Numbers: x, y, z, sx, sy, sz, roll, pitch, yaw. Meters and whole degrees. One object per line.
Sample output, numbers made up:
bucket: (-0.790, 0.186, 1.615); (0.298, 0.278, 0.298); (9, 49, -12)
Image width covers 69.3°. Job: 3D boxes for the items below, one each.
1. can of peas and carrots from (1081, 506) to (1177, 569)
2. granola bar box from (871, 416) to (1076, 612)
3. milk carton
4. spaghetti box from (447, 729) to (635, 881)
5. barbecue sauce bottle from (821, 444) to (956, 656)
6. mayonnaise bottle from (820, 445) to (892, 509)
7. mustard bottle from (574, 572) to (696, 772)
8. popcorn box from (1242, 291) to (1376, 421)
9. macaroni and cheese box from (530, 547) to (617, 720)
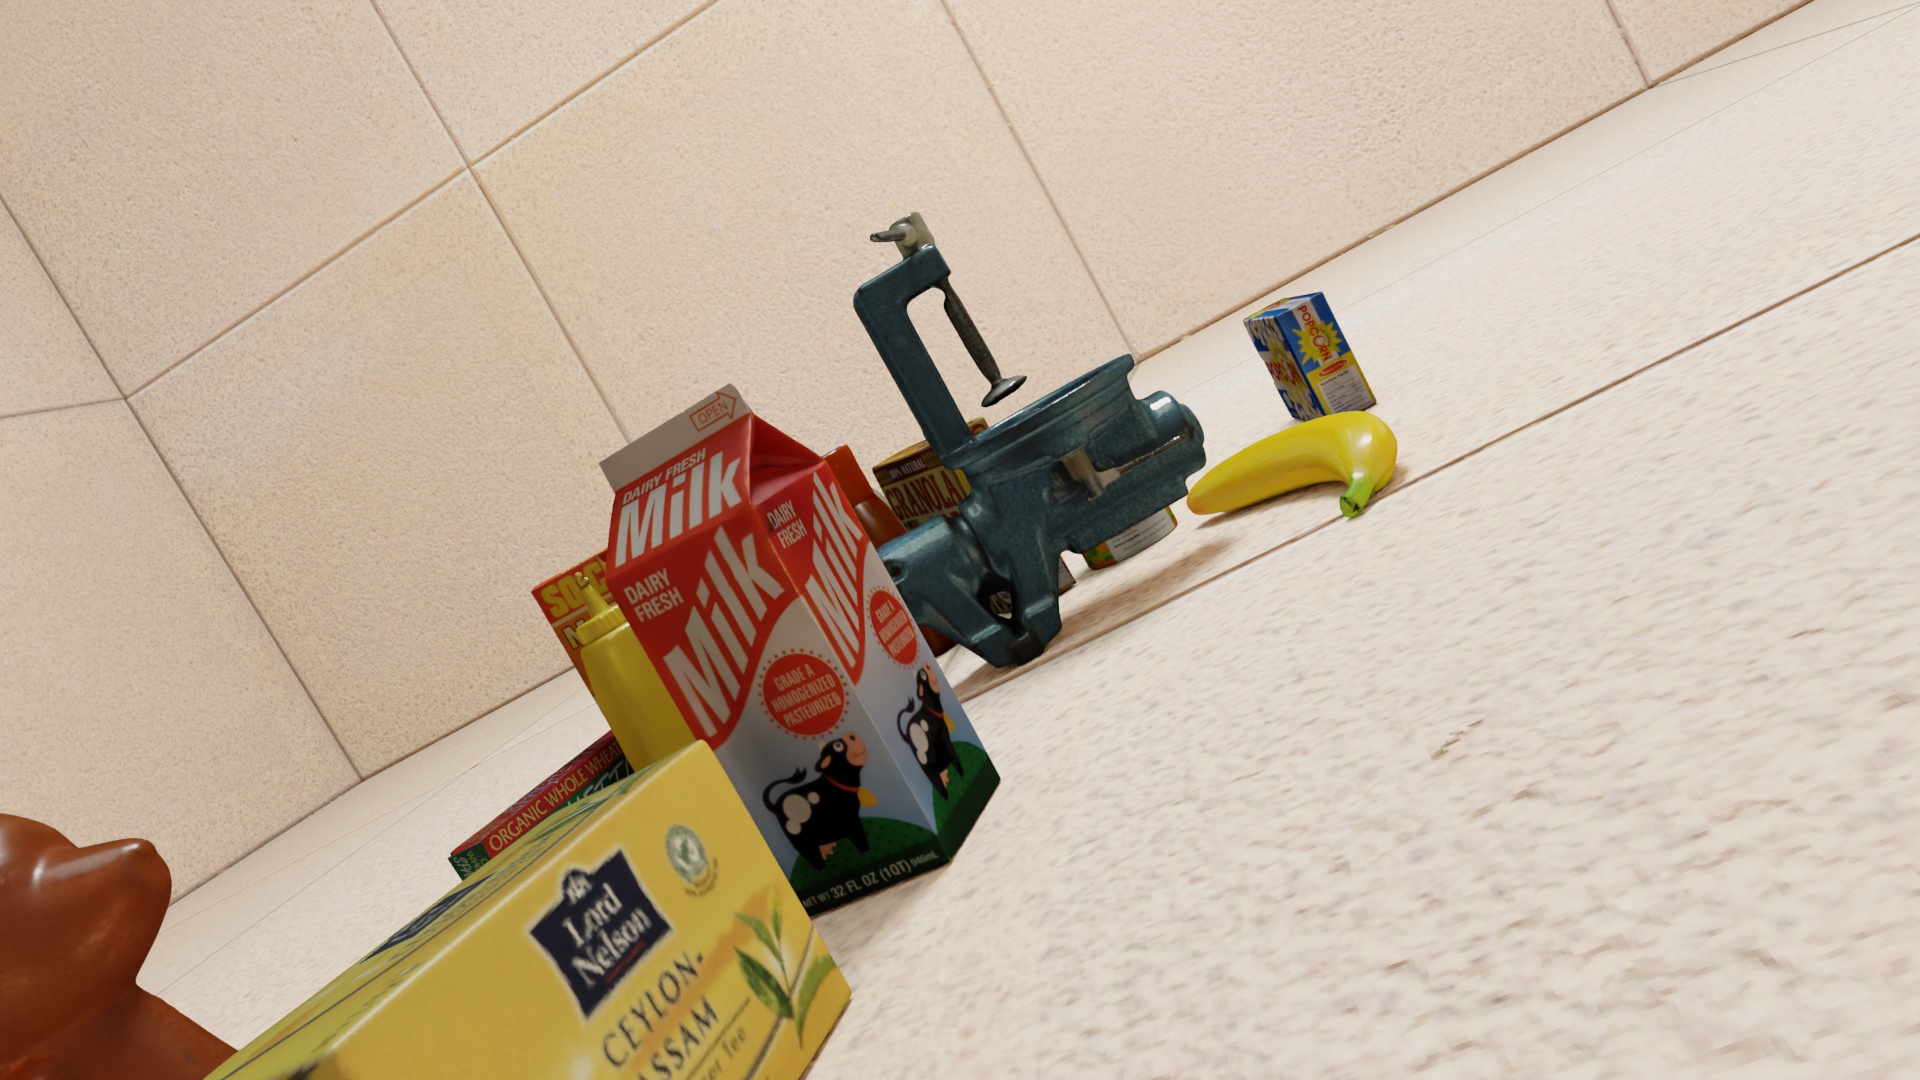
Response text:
can of peas and carrots: (0.098, -0.022, 0.899); (0.071, 0.058, 0.071); (-29, 6, 3)
granola bar box: (0.003, -0.012, 0.940); (0.039, 0.124, 0.165); (-31, 6, -17)
milk carton: (-0.067, 0.038, 0.534); (0.072, 0.190, 0.074); (-27, 6, 22)
spaghetti box: (-0.253, 0.173, 0.949); (0.028, 0.050, 0.251); (-27, 6, 22)
barbecue sauce bottle: (-0.054, 0.010, 0.915); (0.044, 0.148, 0.064); (-33, 7, -37)
mayonnaise bottle: (-0.077, -0.005, 1.138); (0.064, 0.148, 0.041); (-25, 7, 39)
mustard bottle: (-0.205, 0.089, 0.894); (0.048, 0.160, 0.065); (-23, 8, 46)
popcorn box: (0.244, -0.128, 0.979); (0.038, 0.085, 0.127); (-29, 6, 5)
macaroni and cheese box: (-0.198, 0.074, 0.959); (0.124, 0.166, 0.040); (-29, 6, 1)
